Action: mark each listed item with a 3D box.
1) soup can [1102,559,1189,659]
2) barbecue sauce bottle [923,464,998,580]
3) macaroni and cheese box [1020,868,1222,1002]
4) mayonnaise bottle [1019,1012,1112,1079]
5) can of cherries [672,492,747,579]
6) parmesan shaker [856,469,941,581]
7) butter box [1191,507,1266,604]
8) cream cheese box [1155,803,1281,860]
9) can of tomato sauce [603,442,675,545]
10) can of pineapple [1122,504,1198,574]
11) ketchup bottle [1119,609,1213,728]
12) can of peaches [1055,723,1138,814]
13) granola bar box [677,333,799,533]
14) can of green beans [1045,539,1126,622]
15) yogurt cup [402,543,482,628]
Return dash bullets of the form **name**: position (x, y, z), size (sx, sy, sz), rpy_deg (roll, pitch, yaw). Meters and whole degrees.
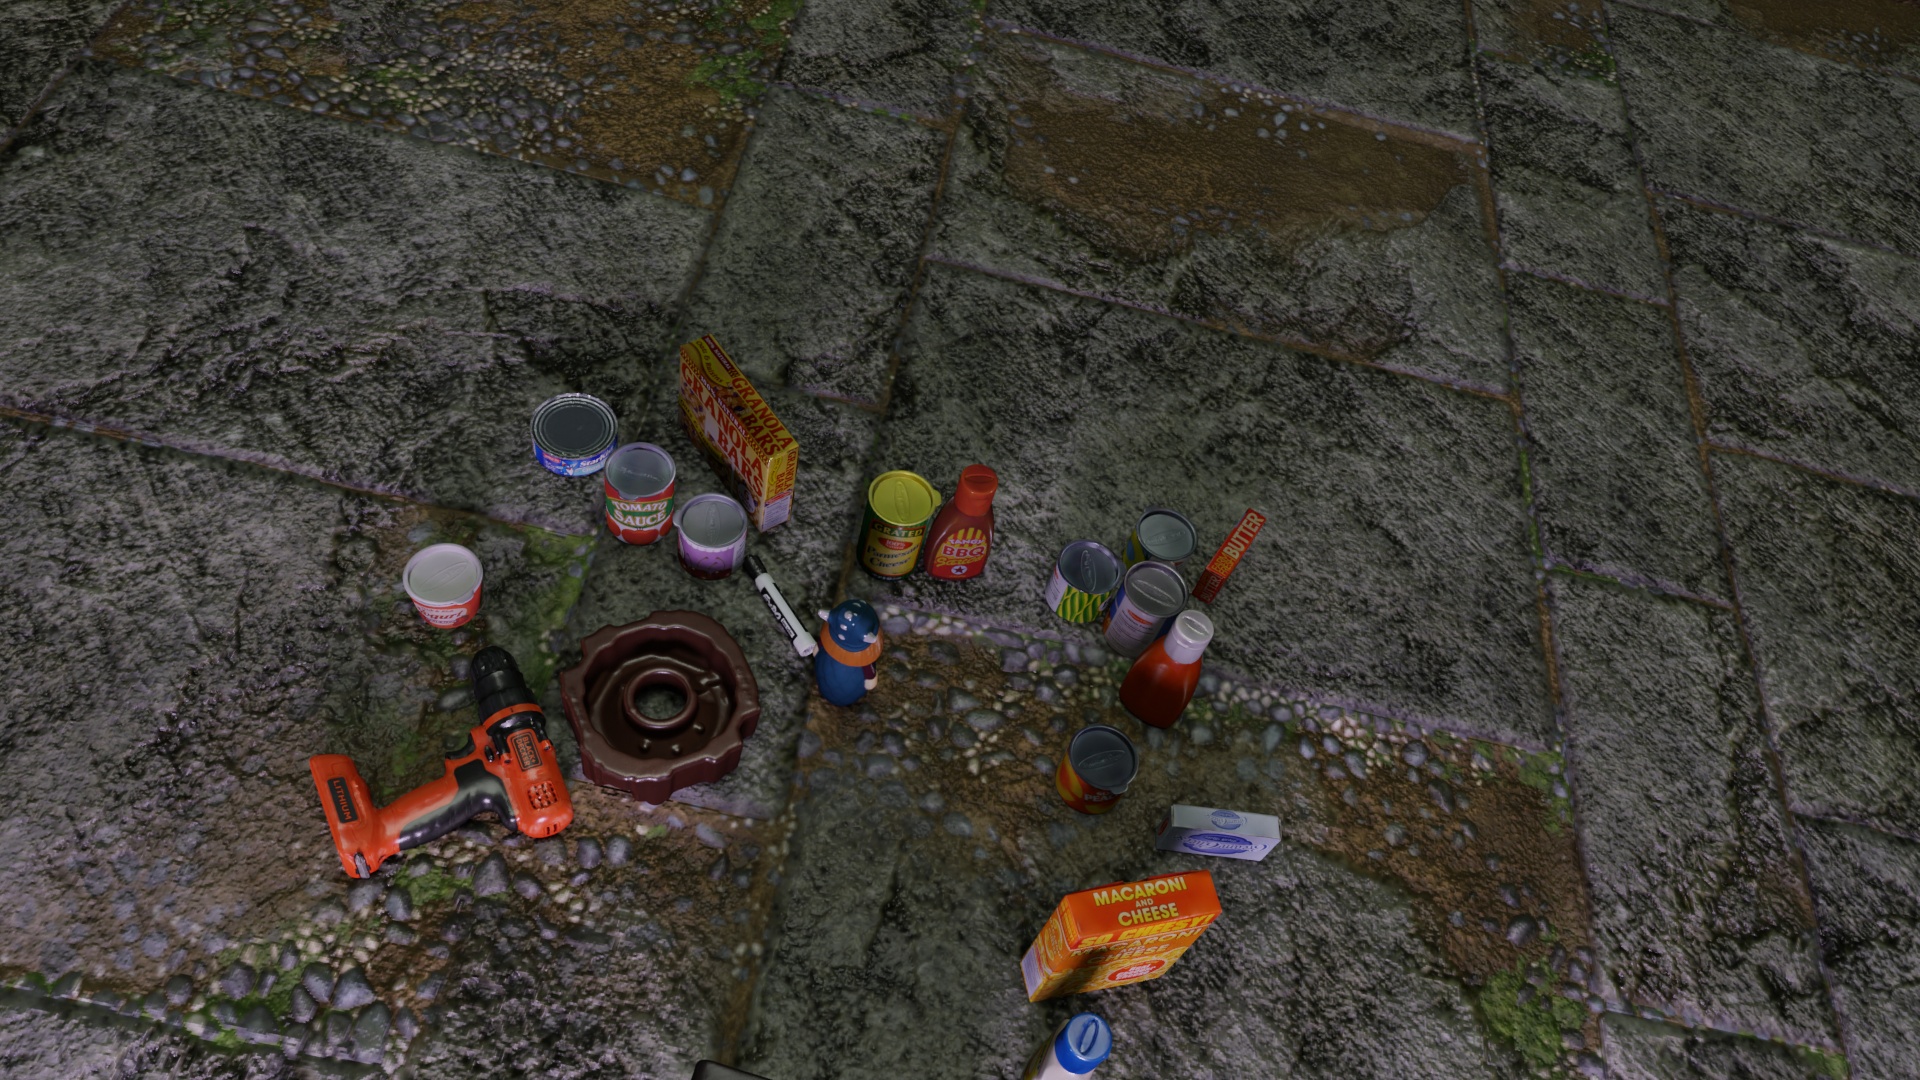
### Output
- **soup can**: position (0.185, 0.068, 1.383), size (0.071, 0.083, 0.072), rpy_deg (6, 54, -8)
- **barbecue sauce bottle**: position (0.005, -0.017, 1.363), size (0.065, 0.147, 0.044), rpy_deg (0, 55, -12)
- **macaroni and cheese box**: position (0.127, 0.324, 1.136), size (0.124, 0.165, 0.040), rpy_deg (-6, 57, -16)
- **mayonnaise bottle**: position (0.081, 0.405, 1.079), size (0.041, 0.147, 0.065), rpy_deg (26, 54, 6)
- **can of cherries**: position (-0.245, -0.004, 1.354), size (0.071, 0.058, 0.072), rpy_deg (6, 54, -8)
- **parmesan shaker**: position (-0.062, -0.013, 1.373), size (0.071, 0.102, 0.071), rpy_deg (6, 54, -8)
- **butter box**: position (0.283, 0.016, 1.461), size (0.024, 0.052, 0.104), rpy_deg (33, 55, 12)
- **cream cheese box**: position (0.235, 0.267, 1.271), size (0.104, 0.053, 0.024), rpy_deg (8, 54, -7)
- **can of tomato sauce**: position (-0.312, -0.043, 1.352), size (0.071, 0.082, 0.071), rpy_deg (6, 54, -8)
- **can of pineapple**: position (0.207, 0.007, 1.448), size (0.071, 0.057, 0.071), rpy_deg (6, 54, -8)
- **ketchup bottle**: position (0.198, 0.120, 1.309), size (0.065, 0.148, 0.044), rpy_deg (35, 55, 12)
- **can of peaches**: position (0.126, 0.214, 1.282), size (0.071, 0.057, 0.071), rpy_deg (6, 54, -8)
- **granola bar box**: position (-0.224, -0.107, 1.391), size (0.039, 0.123, 0.166), rpy_deg (-27, 65, -28)
- **can of green beans**: position (0.124, 0.042, 1.404), size (0.071, 0.057, 0.071), rpy_deg (6, 54, -8)
- **yogurt cup**: position (-0.471, 0.044, 1.272), size (0.072, 0.053, 0.073), rpy_deg (6, 54, -8)
